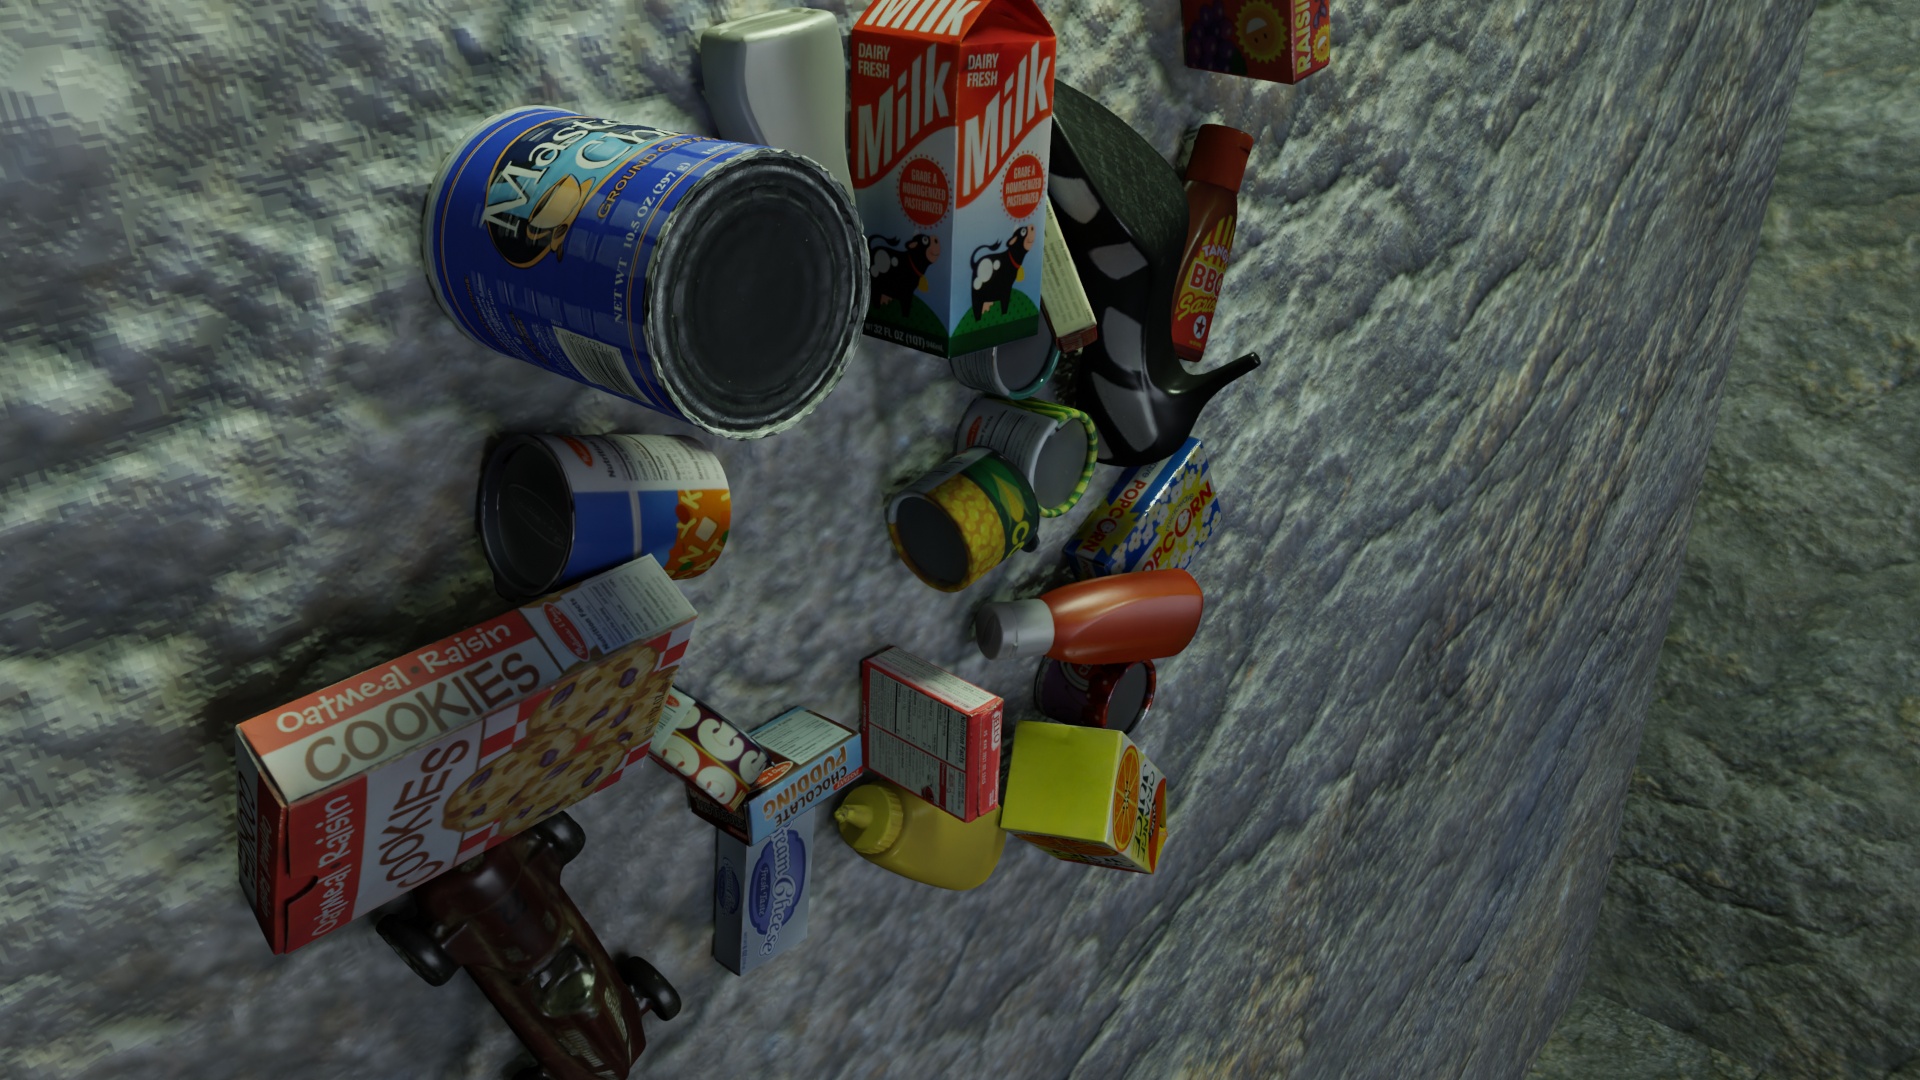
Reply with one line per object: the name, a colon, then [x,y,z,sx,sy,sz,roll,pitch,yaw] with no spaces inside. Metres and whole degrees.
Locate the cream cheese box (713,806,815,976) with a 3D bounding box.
cream cheese box: [-0.109,0.184,0.772,0.053,0.024,0.103,-19,121,-48]

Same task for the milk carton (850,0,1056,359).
milk carton: [-0.005,-0.193,0.683,0.074,0.072,0.189,-23,123,-44]

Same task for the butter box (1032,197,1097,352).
butter box: [0.045,-0.154,0.745,0.053,0.024,0.103,-1,70,-85]

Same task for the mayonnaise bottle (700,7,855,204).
mayonnaise bottle: [-0.078,-0.161,0.634,0.065,0.041,0.147,-32,131,-38]

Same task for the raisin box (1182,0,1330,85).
raisin box: [0.174,-0.342,0.827,0.040,0.086,0.122,-35,132,-29]

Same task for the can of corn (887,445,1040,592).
can of corn: [0.003,-0.010,0.782,0.058,0.071,0.070,-34,131,-36]

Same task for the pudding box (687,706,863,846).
pudding box: [-0.098,0.122,0.735,0.084,0.050,0.030,-27,125,-43]

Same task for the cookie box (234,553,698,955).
cookie box: [-0.194,0.084,0.549,0.168,0.040,0.122,-26,156,-40]

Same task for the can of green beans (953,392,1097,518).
can of green beans: [0.039,-0.052,0.818,0.071,0.058,0.071,-27,126,-43]

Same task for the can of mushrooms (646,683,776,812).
can of mushrooms: [-0.125,0.102,0.674,0.033,0.071,0.070,-54,141,-18]

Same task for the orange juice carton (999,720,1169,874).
orange juice carton: [0.093,0.183,0.956,0.192,0.072,0.073,47,50,-62]

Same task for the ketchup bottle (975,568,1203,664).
ketchup bottle: [0.083,0.053,0.897,0.149,0.044,0.064,-4,131,-28]

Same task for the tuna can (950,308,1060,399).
tuna can: [0.029,-0.116,0.795,0.071,0.033,0.070,-26,126,-42]

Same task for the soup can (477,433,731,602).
soup can: [-0.151,-0.010,0.591,0.084,0.071,0.071,-5,110,-51]

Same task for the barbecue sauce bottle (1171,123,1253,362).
barbecue sauce bottle: [0.153,-0.194,0.907,0.065,0.044,0.148,7,101,-54]

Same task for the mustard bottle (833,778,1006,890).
mustard bottle: [-0.030,0.174,0.846,0.160,0.049,0.065,30,78,-53]

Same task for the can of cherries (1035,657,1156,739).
can of cherries: [0.094,0.100,0.960,0.072,0.058,0.071,-27,127,-42]

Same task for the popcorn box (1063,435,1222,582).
popcorn box: [0.131,-0.005,0.974,0.127,0.038,0.085,-50,140,-24]
